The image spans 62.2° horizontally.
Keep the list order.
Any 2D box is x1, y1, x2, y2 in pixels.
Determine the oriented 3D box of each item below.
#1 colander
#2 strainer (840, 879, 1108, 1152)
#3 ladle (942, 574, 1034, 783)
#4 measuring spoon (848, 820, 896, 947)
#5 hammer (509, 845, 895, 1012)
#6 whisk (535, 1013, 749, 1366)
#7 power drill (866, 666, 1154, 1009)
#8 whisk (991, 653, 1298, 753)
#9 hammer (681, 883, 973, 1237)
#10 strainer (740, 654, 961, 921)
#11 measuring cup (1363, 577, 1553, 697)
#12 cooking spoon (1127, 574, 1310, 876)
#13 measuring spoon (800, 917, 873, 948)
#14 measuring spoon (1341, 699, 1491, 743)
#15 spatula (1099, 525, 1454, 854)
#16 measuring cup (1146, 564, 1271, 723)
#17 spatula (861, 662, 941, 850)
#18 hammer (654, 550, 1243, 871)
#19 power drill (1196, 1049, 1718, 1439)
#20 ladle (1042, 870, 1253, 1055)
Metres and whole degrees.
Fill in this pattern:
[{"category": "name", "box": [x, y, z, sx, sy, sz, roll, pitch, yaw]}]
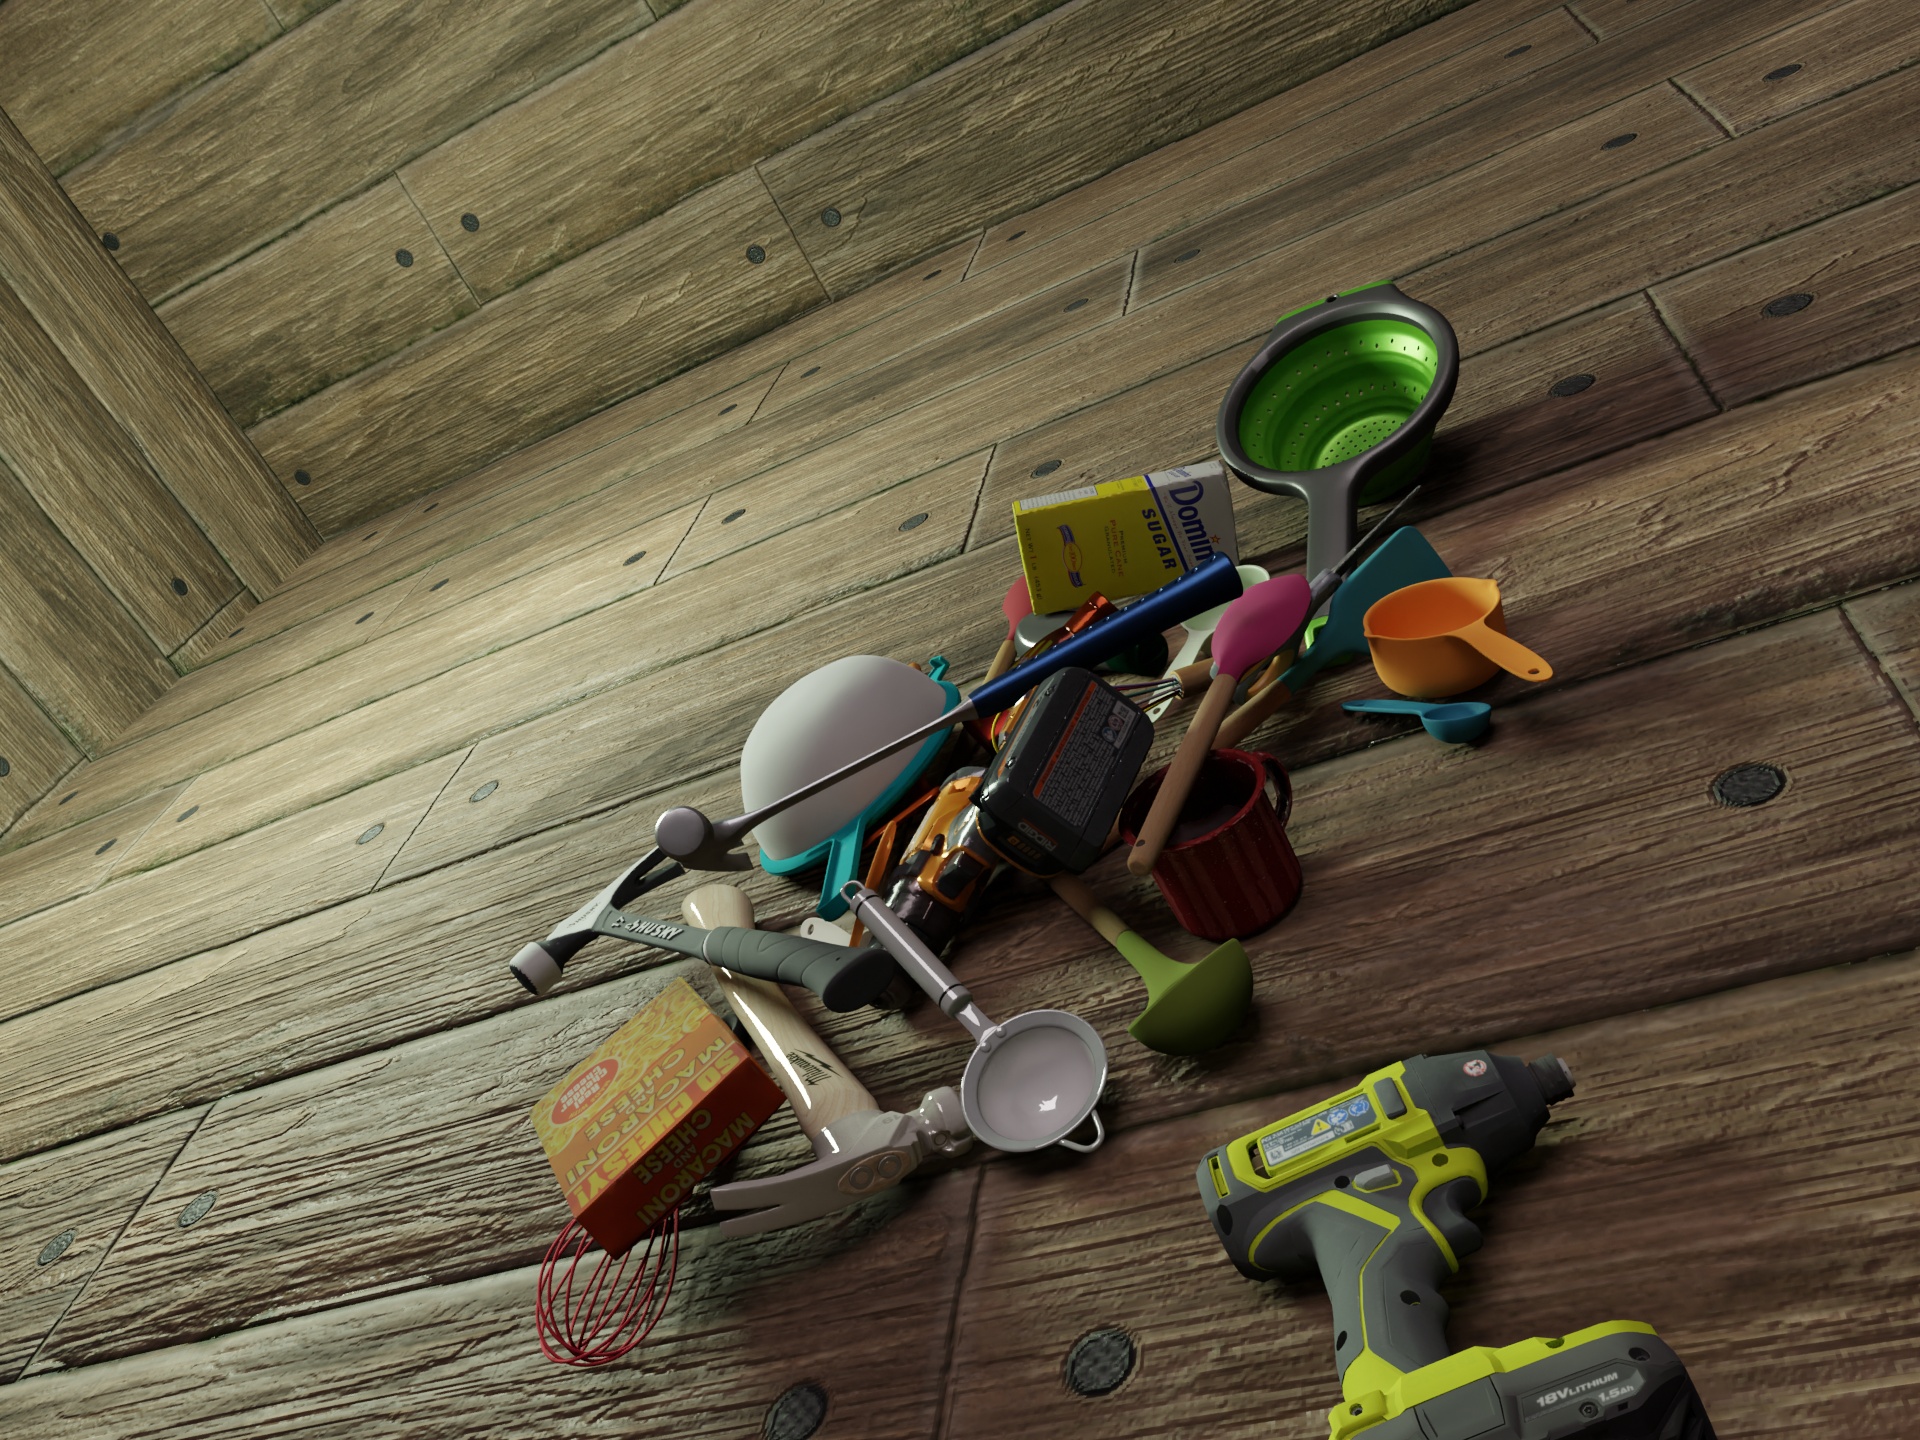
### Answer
[{"category": "colander", "box": [0.310, -0.179, 1.266, 0.204, 0.094, 0.397, -14, 48, 30]}, {"category": "strainer", "box": [0.004, 0.167, 0.918, 0.087, 0.050, 0.259, -40, 49, -10]}, {"category": "ladle", "box": [0.036, -0.047, 1.362, 0.069, 0.031, 0.316, -15, 31, 30]}, {"category": "measuring spoon", "box": [-0.060, 0.124, 1.071, 0.011, 0.021, 0.117, 17, 89, 18]}, {"category": "hammer", "box": [-0.170, 0.149, 1.080, 0.149, 0.036, 0.409, -43, 23, -29]}, {"category": "whisk", "box": [-0.184, 0.274, 0.977, 0.073, 0.073, 0.296, -20, 21, 20]}, {"category": "power drill", "box": [0.015, 0.082, 1.011, 0.226, 0.084, 0.185, -43, 13, 55]}, {"category": "whisk", "box": [0.134, -0.022, 1.129, 0.245, 0.051, 0.047, -19, 58, -18]}, {"category": "hammer", "box": [-0.134, 0.197, 1.043, 0.146, 0.038, 0.411, -17, 20, -17]}, {"category": "strainer", "box": [-0.107, 0.040, 1.200, 0.211, 0.095, 0.341, -38, 16, 14]}, {"category": "measuring cup", "box": [0.324, -0.037, 1.005, 0.095, 0.052, 0.174, -23, 26, -6]}, {"category": "cooking spoon", "box": [0.158, -0.009, 0.985, 0.069, 0.017, 0.319, -13, 28, 34]}, {"category": "measuring spoon", "box": [-0.082, 0.158, 1.126, 0.124, 0.018, 0.034, 7, 75, 60]}, {"category": "measuring spoon", "box": [0.291, 0.001, 1.027, 0.042, 0.021, 0.129, -16, 10, -23]}, {"category": "spatula", "box": [0.205, -0.007, 1.086, 0.317, 0.082, 0.044, -39, 13, -7]}, {"category": "measuring cup", "box": [0.187, -0.048, 1.201, 0.083, 0.038, 0.168, 1, 48, 48]}, {"category": "spatula", "box": [-0.043, 0.018, 1.305, 0.081, 0.041, 0.323, -37, 22, 15]}, {"category": "hammer", "box": [-0.002, -0.003, 1.045, 0.405, 0.035, 0.144, -27, -11, -3]}, {"category": "power drill", "box": [0.199, 0.227, 0.643, 0.171, 0.080, 0.223, -26, 23, 8]}, {"category": "ladle", "box": [0.086, 0.117, 0.980, 0.078, 0.062, 0.320, -39, 24, -5]}]
